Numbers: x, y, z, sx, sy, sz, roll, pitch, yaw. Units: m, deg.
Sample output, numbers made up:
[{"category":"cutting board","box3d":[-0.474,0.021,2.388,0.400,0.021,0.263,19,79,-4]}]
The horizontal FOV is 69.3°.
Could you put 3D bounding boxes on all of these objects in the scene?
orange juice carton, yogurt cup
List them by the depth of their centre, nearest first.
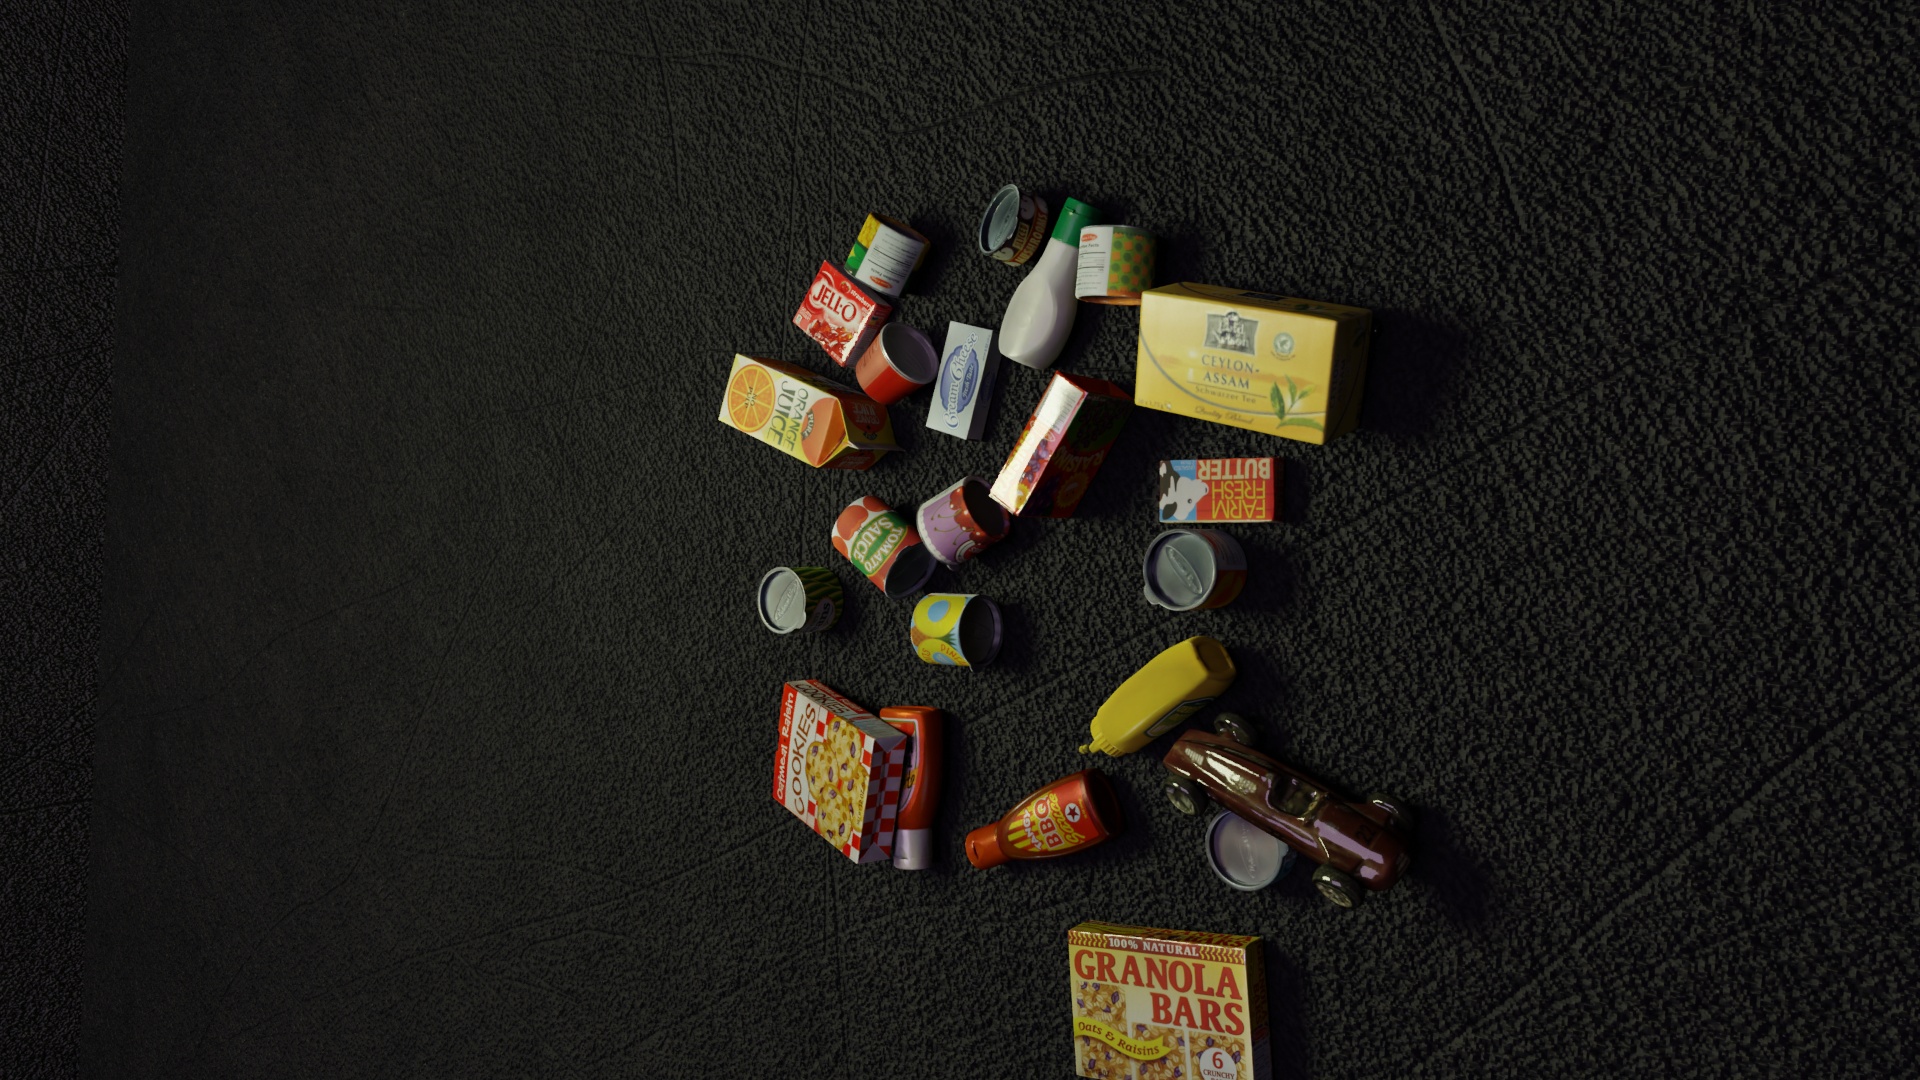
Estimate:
[{"category":"yogurt cup","box3d":[-0.062,-0.165,1.316,0.053,0.072,0.072,-37,68,39]},{"category":"orange juice carton","box3d":[-0.144,-0.121,1.370,0.193,0.072,0.073,26,105,35]}]

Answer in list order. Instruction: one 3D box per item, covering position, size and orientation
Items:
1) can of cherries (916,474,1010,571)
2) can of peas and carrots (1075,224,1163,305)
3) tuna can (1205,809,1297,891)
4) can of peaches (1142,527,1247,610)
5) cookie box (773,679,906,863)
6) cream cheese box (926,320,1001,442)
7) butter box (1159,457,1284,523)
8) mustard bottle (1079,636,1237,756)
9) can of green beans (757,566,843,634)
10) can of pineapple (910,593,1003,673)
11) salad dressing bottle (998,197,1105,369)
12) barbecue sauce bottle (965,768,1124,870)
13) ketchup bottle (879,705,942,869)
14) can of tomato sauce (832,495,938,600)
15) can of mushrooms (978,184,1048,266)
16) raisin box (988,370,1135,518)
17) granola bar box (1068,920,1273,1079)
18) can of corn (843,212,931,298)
[{"category":"can of cherries","box3d":[0.004,-0.016,1.259,0.058,0.071,0.071,-31,71,31]},{"category":"can of peas and carrots","box3d":[0.134,-0.230,1.168,0.071,0.071,0.058,7,94,37]},{"category":"tuna can","box3d":[0.233,0.241,1.099,0.071,0.033,0.071,-1,89,37]},{"category":"can of peaches","box3d":[0.189,0.024,1.123,0.071,0.058,0.071,0,90,37]},{"category":"cookie box","box3d":[-0.120,0.217,1.331,0.167,0.040,0.122,22,107,51]},{"category":"cream cheese box","box3d":[0.005,-0.148,1.288,0.053,0.024,0.103,20,100,37]},{"category":"butter box","box3d":[0.212,-0.040,1.128,0.103,0.024,0.053,0,89,38]},{"category":"mustard bottle","box3d":[0.154,0.138,1.145,0.159,0.065,0.049,-45,59,34]},{"category":"can of green beans","box3d":[-0.159,0.059,1.385,0.071,0.058,0.071,-1,88,37]},{"category":"can of pineapple","box3d":[-0.004,0.082,1.261,0.058,0.071,0.071,0,89,38]},{"category":"salad dressing bottle","box3d":[0.082,-0.225,1.220,0.064,0.044,0.147,35,108,40]},{"category":"barbecue sauce bottle","box3d":[0.070,0.251,1.216,0.148,0.044,0.065,-29,73,33]},{"category":"ketchup bottle","box3d":[-0.045,0.231,1.304,0.064,0.043,0.148,-3,88,43]},{"category":"can of tomato sauce","box3d":[-0.072,0.005,1.313,0.083,0.071,0.071,40,112,31]},{"category":"can of mushrooms","box3d":[0.048,-0.279,1.236,0.070,0.033,0.071,-38,43,47]},{"category":"raisin box","box3d":[0.087,-0.080,1.185,0.040,0.086,0.123,40,112,29]},{"category":"granola bar box","box3d":[0.171,0.384,1.139,0.165,0.039,0.124,-6,86,37]},{"category":"can of corn","box3d":[-0.070,-0.272,1.323,0.071,0.071,0.058,40,112,31]}]
